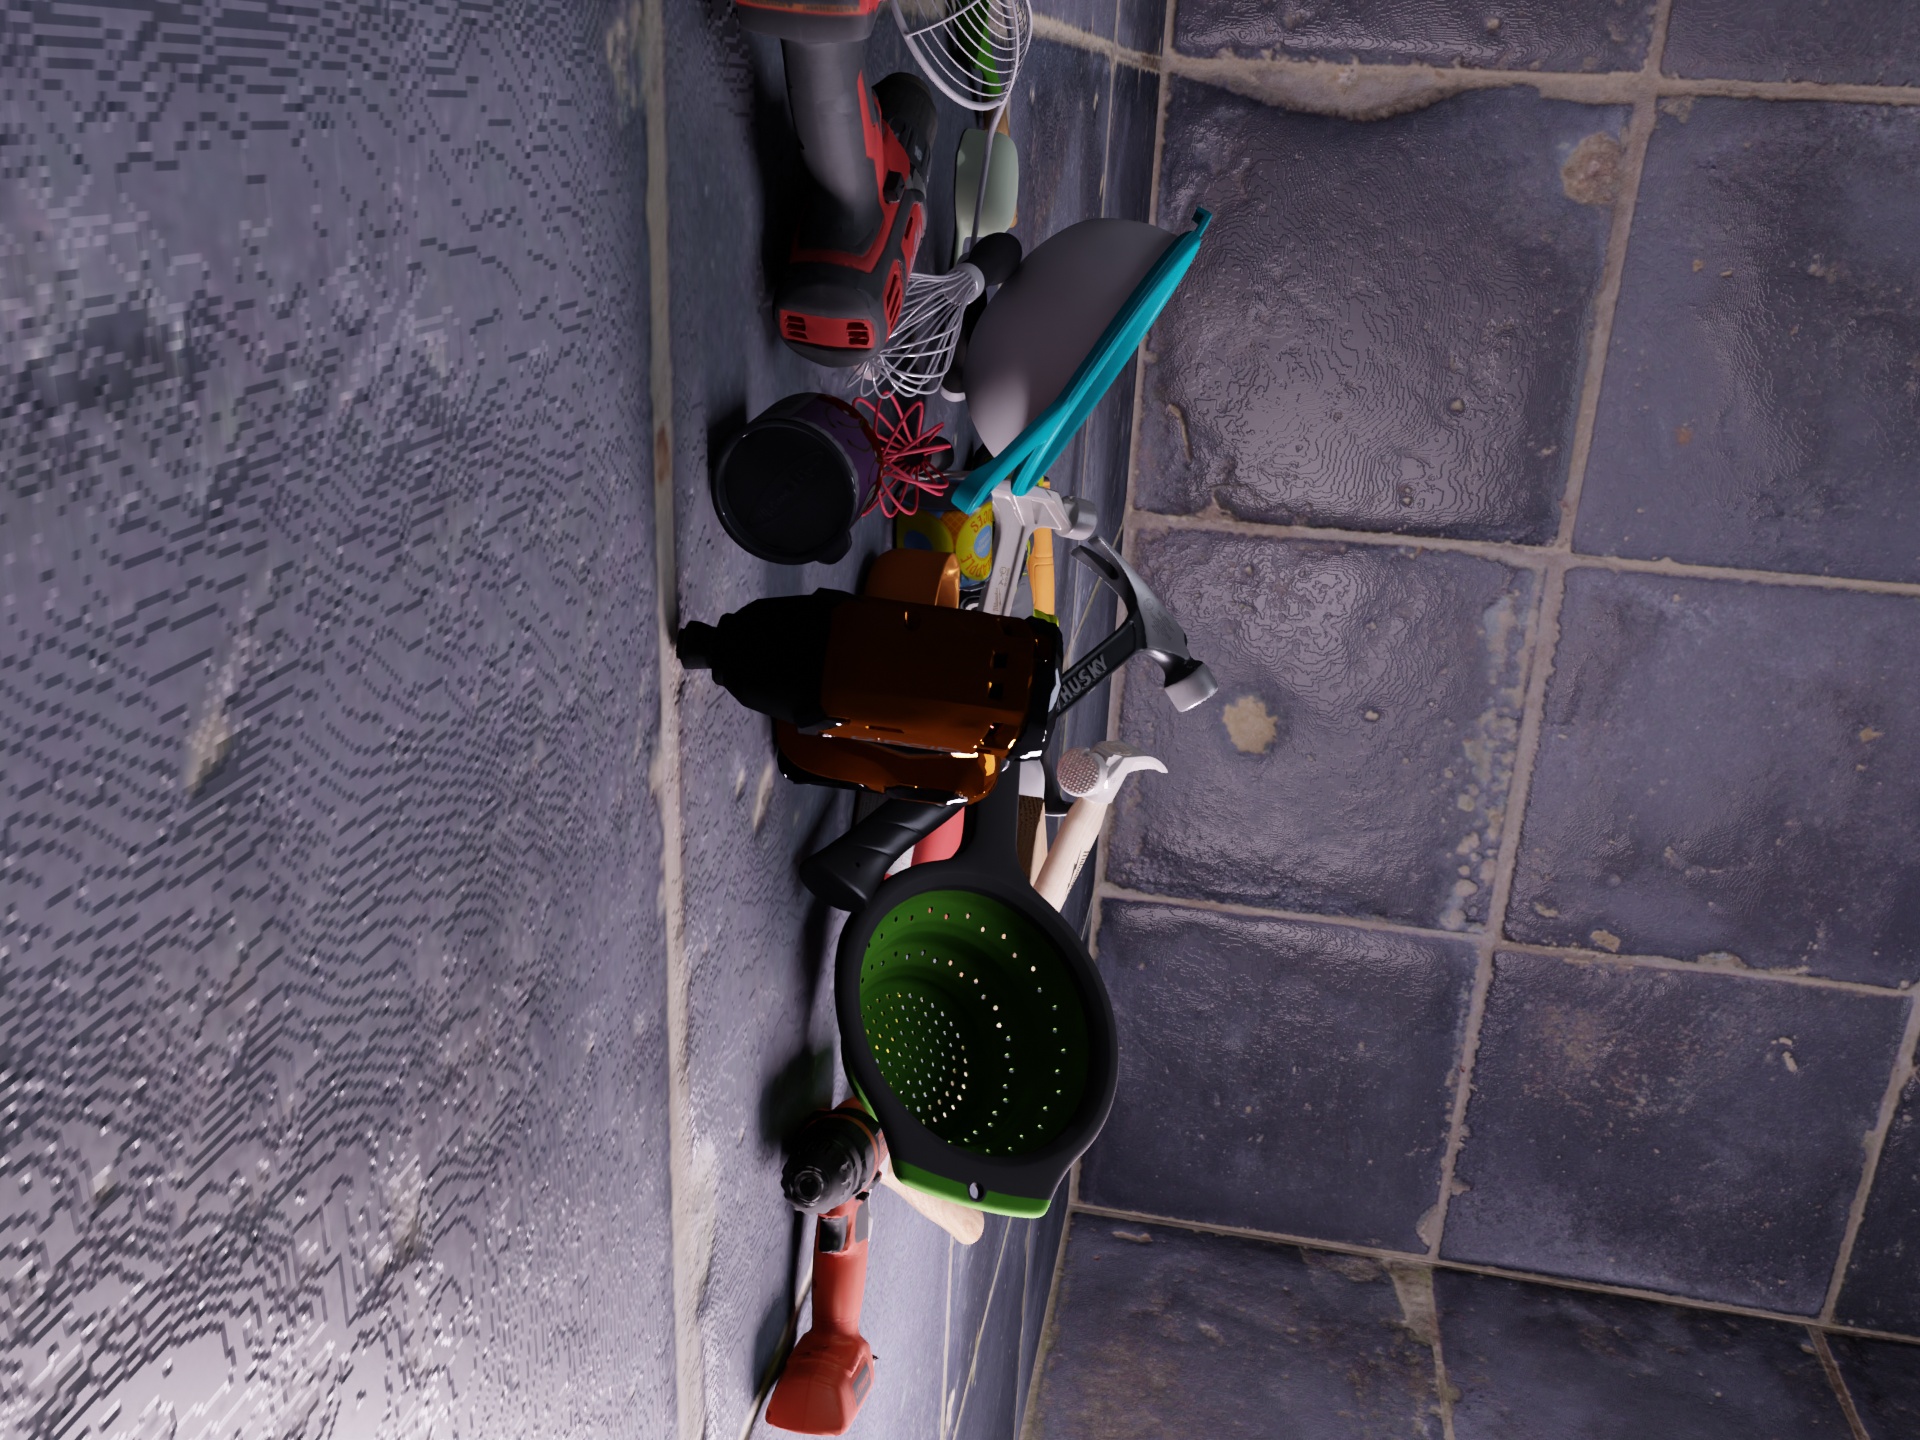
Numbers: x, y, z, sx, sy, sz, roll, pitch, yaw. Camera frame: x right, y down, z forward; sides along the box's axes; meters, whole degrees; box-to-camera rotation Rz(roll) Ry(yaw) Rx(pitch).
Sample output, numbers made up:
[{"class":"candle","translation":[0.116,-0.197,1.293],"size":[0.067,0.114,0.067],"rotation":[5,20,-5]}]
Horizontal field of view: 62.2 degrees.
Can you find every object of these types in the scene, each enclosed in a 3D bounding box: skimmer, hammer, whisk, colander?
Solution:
[{"class":"skimmer","translation":[-0.016,-0.346,1.020],"size":[0.363,0.090,0.127],"rotation":[100,5,-58]},{"class":"hammer","translation":[-0.032,0.367,1.257],"size":[0.331,0.031,0.130],"rotation":[61,34,-60]},{"class":"whisk","translation":[-0.032,-0.162,0.970],"size":[0.296,0.073,0.073],"rotation":[-60,155,-79]},{"class":"hammer","translation":[0.034,0.005,1.052],"size":[0.409,0.036,0.149],"rotation":[-37,96,-45]},{"class":"hammer","translation":[0.082,-0.073,1.571],"size":[0.127,0.034,0.337],"rotation":[9,-76,56]},{"class":"whisk","translation":[-0.007,-0.243,0.916],"size":[0.285,0.070,0.070],"rotation":[-58,153,-58]},{"class":"hammer","translation":[0.050,0.203,1.321],"size":[0.146,0.038,0.410],"rotation":[-1,119,-60]},{"class":"colander","translation":[-0.003,0.131,1.044],"size":[0.094,0.204,0.397],"rotation":[-40,-144,46]},{"class":"hammer","translation":[-0.002,-0.004,1.187],"size":[0.037,0.149,0.359],"rotation":[28,-72,52]}]

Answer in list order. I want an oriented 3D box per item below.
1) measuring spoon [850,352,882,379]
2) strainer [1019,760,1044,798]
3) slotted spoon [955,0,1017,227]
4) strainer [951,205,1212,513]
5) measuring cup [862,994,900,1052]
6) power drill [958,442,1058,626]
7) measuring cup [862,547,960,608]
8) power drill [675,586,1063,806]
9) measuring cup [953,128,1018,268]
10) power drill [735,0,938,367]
[{"class":"measuring spoon","translation":[-0.054,-0.249,0.914],"size":[0.034,0.018,0.124],"rotation":[65,26,-63]},{"class":"strainer","translation":[0.039,0.063,1.487],"size":[0.256,0.069,0.151],"rotation":[33,64,-81]},{"class":"slotted spoon","translation":[0.025,-0.457,1.197],"size":[0.313,0.031,0.070],"rotation":[65,33,-76]},{"class":"strainer","translation":[0.040,-0.231,1.030],"size":[0.211,0.095,0.340],"rotation":[-54,178,39]},{"class":"measuring cup","translation":[-0.058,0.198,1.170],"size":[0.156,0.029,0.062],"rotation":[-96,-170,-78]},{"class":"power drill","translation":[0.035,-0.096,1.340],"size":[0.228,0.080,0.191],"rotation":[83,14,-46]},{"class":"measuring cup","translation":[-0.033,-0.043,1.052],"size":[0.173,0.052,0.095],"rotation":[89,13,-56]},{"class":"power drill","translation":[-0.044,-0.012,0.760],"size":[0.226,0.164,0.084],"rotation":[119,-21,-82]},{"class":"measuring cup","translation":[0.017,-0.352,1.170],"size":[0.083,0.038,0.168],"rotation":[48,47,-77]},{"class":"power drill","translation":[-0.048,-0.301,0.726],"size":[0.226,0.080,0.188],"rotation":[87,13,-56]}]
